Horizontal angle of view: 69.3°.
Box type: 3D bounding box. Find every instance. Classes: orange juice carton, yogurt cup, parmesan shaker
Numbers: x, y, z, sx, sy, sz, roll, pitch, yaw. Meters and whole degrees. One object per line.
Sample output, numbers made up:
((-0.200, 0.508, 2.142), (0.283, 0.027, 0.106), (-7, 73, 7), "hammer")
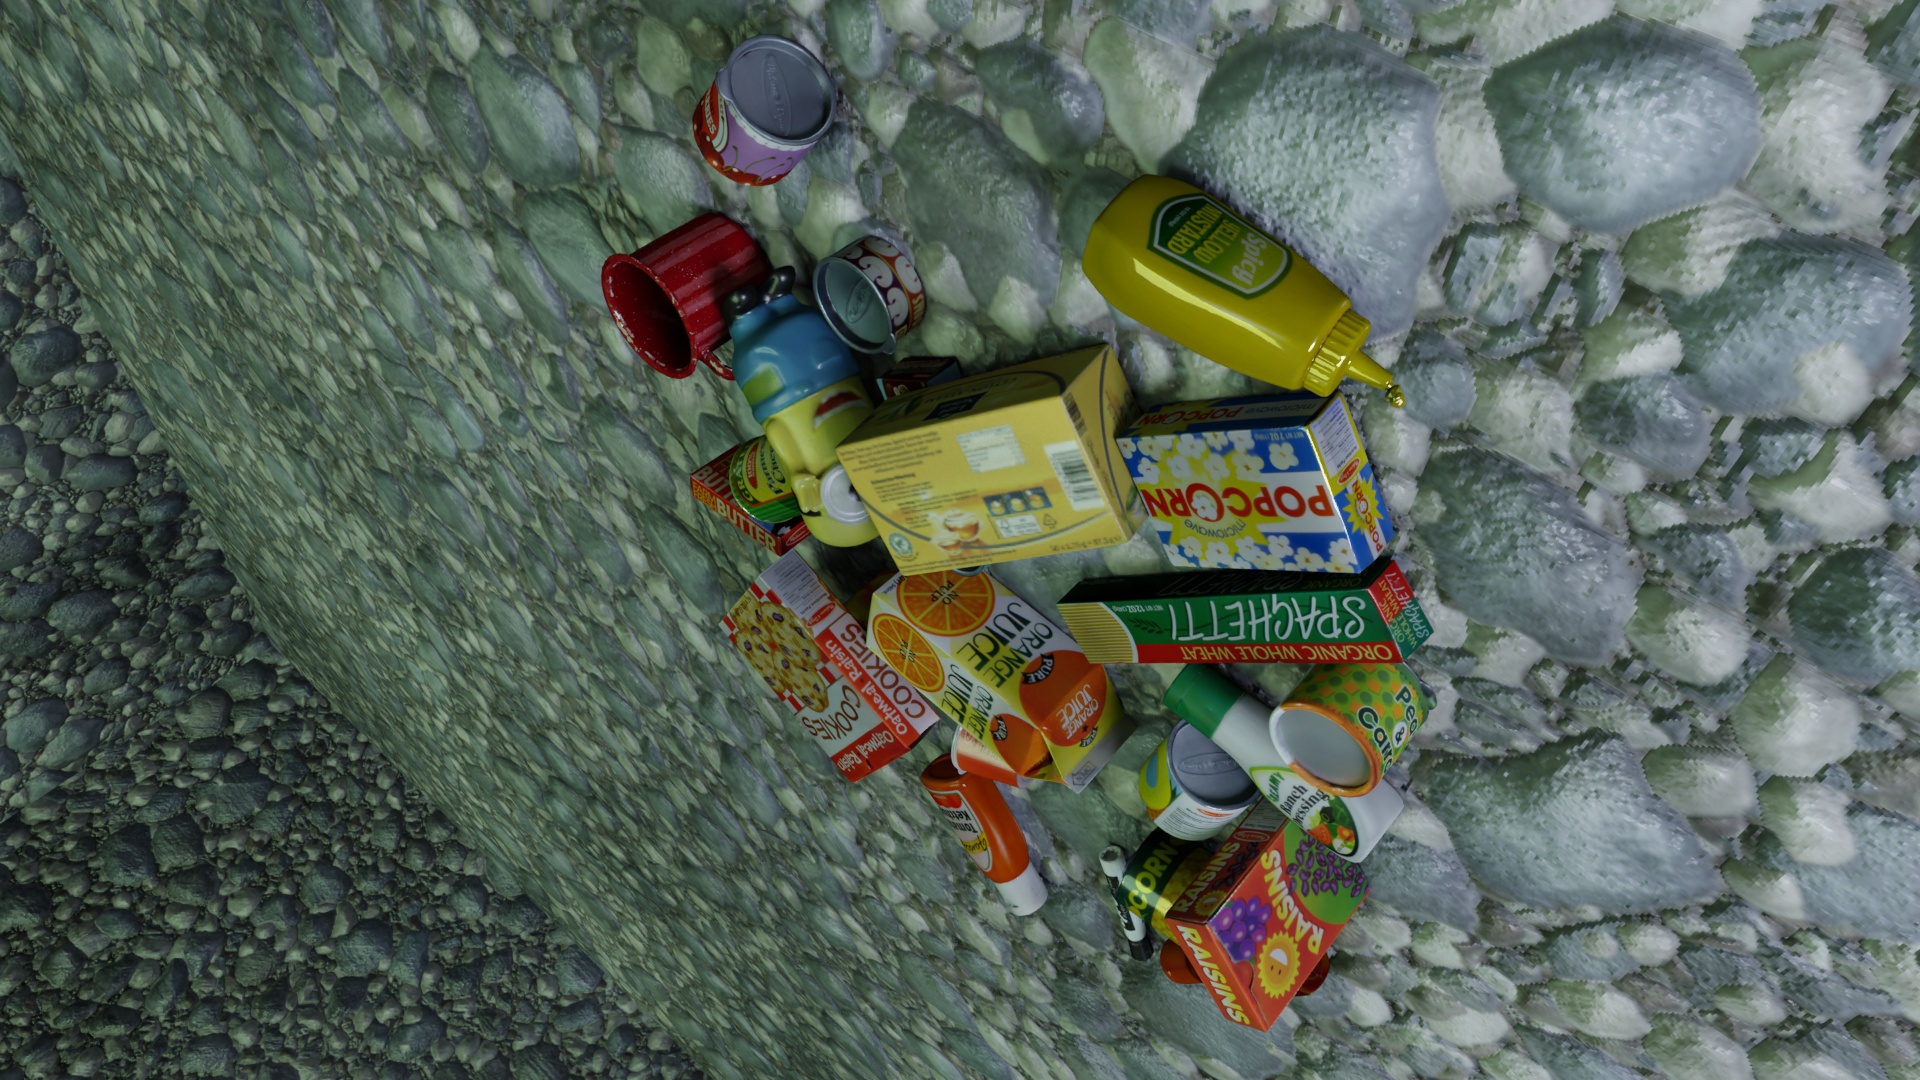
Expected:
((0.029, 0.091, 0.964), (0.193, 0.072, 0.072), (38, 147, 19), "orange juice carton")
((0.033, 0.148, 1.029), (0.054, 0.073, 0.072), (21, 139, 26), "yogurt cup")
((-0.114, -0.055, 0.995), (0.103, 0.071, 0.071), (-15, 112, 55), "parmesan shaker")

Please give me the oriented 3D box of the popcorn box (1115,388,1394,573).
((0.150, -0.029, 0.716), (0.126, 0.038, 0.085), (1, 125, 51), "popcorn box")

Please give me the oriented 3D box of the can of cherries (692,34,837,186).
((-0.114, -0.243, 0.788), (0.071, 0.072, 0.058), (55, 149, -8), "can of cherries")

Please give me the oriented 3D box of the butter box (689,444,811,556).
((-0.157, -0.032, 1.083), (0.103, 0.053, 0.024), (32, 143, 26), "butter box")

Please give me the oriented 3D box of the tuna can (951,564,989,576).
((0.003, -0.012, 0.923), (0.071, 0.033, 0.070), (32, 145, 26), "tuna can")

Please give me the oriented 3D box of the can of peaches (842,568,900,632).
((-0.060, 0.064, 1.058), (0.071, 0.058, 0.070), (31, 144, 26), "can of peaches")

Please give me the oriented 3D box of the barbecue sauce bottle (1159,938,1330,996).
((0.197, 0.299, 1.002), (0.065, 0.044, 0.148), (50, 149, -2), "barbecue sauce bottle")

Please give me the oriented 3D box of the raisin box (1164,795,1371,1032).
((0.190, 0.223, 0.852), (0.040, 0.124, 0.086), (-8, 117, 54), "raisin box")

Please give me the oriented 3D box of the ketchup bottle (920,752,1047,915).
((0.025, 0.246, 1.161), (0.064, 0.044, 0.148), (-4, 121, 53), "ketchup bottle")

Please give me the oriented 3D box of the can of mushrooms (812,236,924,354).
((-0.054, -0.148, 0.850), (0.071, 0.033, 0.070), (31, 143, 27), "can of mushrooms")

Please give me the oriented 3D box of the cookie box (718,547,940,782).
((-0.103, 0.099, 1.053), (0.167, 0.040, 0.122), (50, 148, 1), "cookie box")

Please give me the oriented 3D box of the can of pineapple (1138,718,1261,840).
((0.152, 0.148, 0.878), (0.071, 0.071, 0.057), (42, 148, 12), "can of pineapple")

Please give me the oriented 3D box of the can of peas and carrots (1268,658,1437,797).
((0.212, 0.097, 0.753), (0.071, 0.059, 0.070), (32, 145, 26), "can of peas and carrots")

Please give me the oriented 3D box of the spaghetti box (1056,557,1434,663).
((0.152, 0.044, 0.801), (0.249, 0.029, 0.050), (-7, 119, 54), "spaghetti box")

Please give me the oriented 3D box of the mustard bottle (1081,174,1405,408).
((0.135, -0.108, 0.633), (0.160, 0.065, 0.048), (33, 151, 15), "mustard bottle")

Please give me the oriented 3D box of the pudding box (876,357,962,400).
((-0.014, -0.074, 0.882), (0.049, 0.030, 0.083), (10, 131, 47), "pudding box")

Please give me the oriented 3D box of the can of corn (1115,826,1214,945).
((0.151, 0.243, 0.975), (0.058, 0.071, 0.070), (30, 144, 27), "can of corn")

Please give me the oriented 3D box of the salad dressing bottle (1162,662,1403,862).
((0.189, 0.128, 0.828), (0.148, 0.044, 0.064), (38, 148, 19), "salad dressing bottle")
